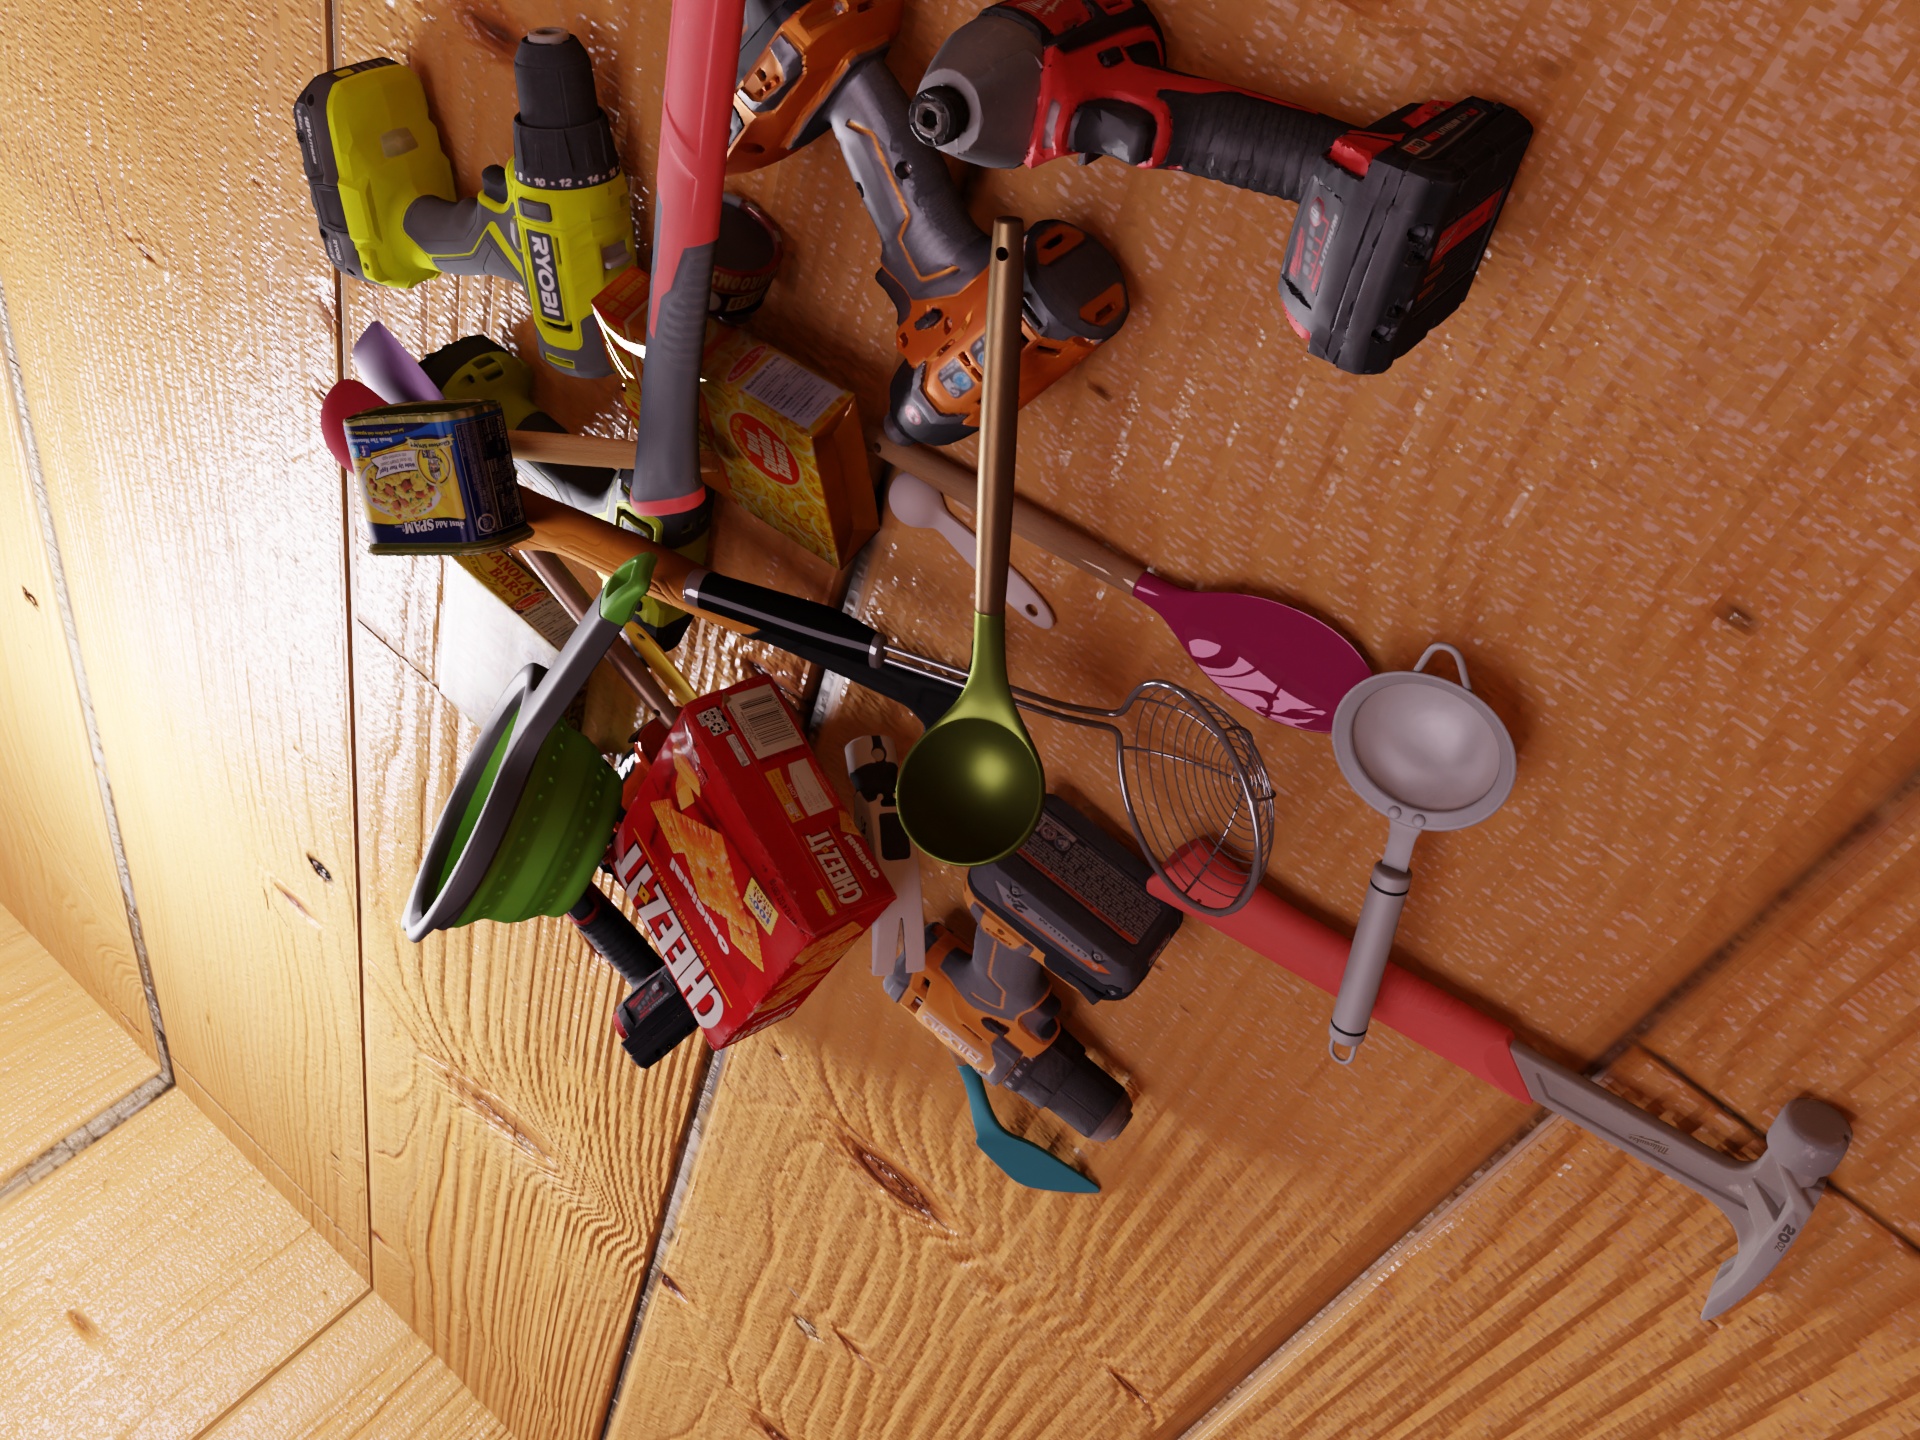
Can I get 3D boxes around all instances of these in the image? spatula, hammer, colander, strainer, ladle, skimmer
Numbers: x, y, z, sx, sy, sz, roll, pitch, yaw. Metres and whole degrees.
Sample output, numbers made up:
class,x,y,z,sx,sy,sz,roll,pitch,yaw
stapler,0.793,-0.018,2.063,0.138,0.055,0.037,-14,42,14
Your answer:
class,x,y,z,sx,sy,sz,roll,pitch,yaw
spatula,-0.001,0.213,1.126,0.082,0.044,0.317,-13,105,47
hammer,-0.138,-0.074,0.965,0.337,0.034,0.127,24,135,8
hammer,-0.102,0.138,1.110,0.334,0.035,0.146,135,128,-58
colander,-0.252,0.029,1.040,0.094,0.205,0.397,25,137,-21
hammer,0.258,0.169,0.840,0.359,0.037,0.149,28,135,24
strainer,0.212,0.068,0.778,0.087,0.050,0.258,22,123,24
ladle,0.011,-0.072,0.754,0.078,0.062,0.320,12,121,17
spatula,-0.286,-0.120,1.032,0.060,0.018,0.316,-32,99,42
skimmer,-0.001,-0.003,0.862,0.363,0.090,0.127,19,135,13
ladle,-0.280,-0.168,0.971,0.315,0.031,0.069,9,121,25
hammer,-0.141,-0.254,0.762,0.143,0.038,0.386,39,142,16

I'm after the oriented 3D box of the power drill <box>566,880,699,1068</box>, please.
class,x,y,z,sx,sy,sz,roll,pitch,yaw
power drill,-0.290,0.164,1.264,0.227,0.080,0.188,49,173,3

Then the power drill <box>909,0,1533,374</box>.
class,x,y,z,sx,sy,sz,roll,pitch,yaw
power drill,0.092,-0.222,0.619,0.220,0.143,0.078,30,133,20

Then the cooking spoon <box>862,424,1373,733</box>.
class,x,y,z,sx,sy,sz,roll,pitch,yaw
cooking spoon,0.073,-0.084,0.835,0.319,0.017,0.068,31,135,21

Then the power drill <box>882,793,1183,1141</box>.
class,x,y,z,sx,sy,sz,roll,pitch,yaw
power drill,0.058,0.167,0.991,0.185,0.084,0.226,38,142,8

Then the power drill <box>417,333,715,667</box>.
class,x,y,z,sx,sy,sz,roll,pitch,yaw
power drill,-0.267,-0.144,1.065,0.223,0.080,0.171,34,136,15

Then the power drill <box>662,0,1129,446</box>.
class,x,y,z,sx,sy,sz,roll,pitch,yaw
power drill,-0.039,-0.242,0.776,0.226,0.084,0.164,52,141,-6

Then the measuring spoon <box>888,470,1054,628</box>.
class,x,y,z,sx,sy,sz,roll,pitch,yaw
measuring spoon,0.004,-0.092,0.893,0.124,0.018,0.034,44,139,8

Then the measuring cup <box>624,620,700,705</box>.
class,x,y,z,sx,sy,sz,roll,pitch,yaw
measuring cup,-0.170,-0.017,1.074,0.062,0.029,0.156,-7,131,43

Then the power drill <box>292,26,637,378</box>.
class,x,y,z,sx,sy,sz,roll,pitch,yaw
power drill,-0.289,-0.323,0.951,0.229,0.080,0.190,22,132,27
